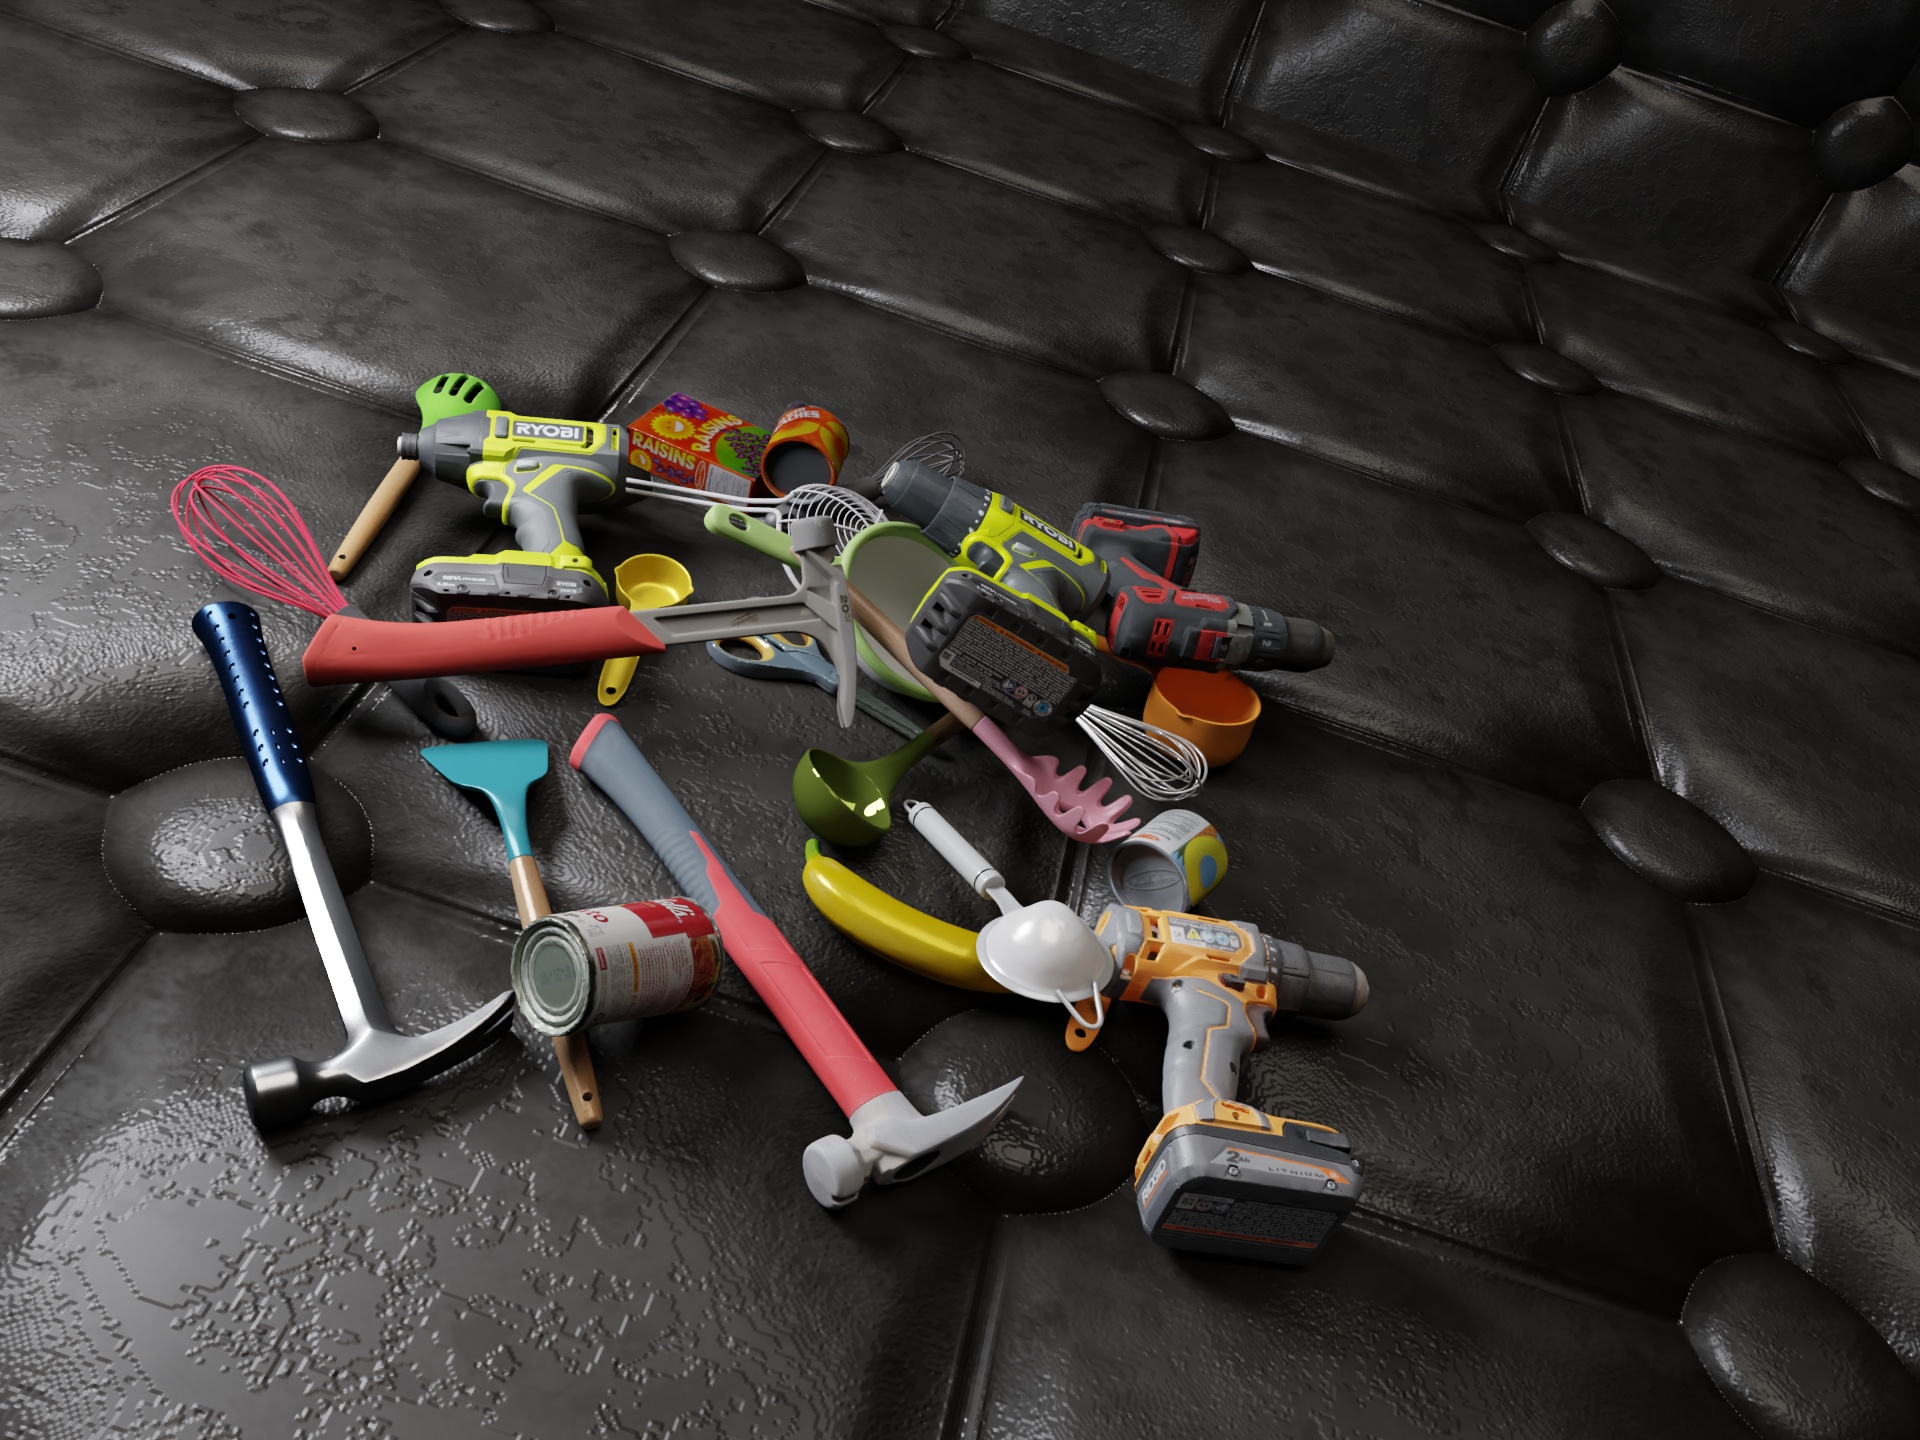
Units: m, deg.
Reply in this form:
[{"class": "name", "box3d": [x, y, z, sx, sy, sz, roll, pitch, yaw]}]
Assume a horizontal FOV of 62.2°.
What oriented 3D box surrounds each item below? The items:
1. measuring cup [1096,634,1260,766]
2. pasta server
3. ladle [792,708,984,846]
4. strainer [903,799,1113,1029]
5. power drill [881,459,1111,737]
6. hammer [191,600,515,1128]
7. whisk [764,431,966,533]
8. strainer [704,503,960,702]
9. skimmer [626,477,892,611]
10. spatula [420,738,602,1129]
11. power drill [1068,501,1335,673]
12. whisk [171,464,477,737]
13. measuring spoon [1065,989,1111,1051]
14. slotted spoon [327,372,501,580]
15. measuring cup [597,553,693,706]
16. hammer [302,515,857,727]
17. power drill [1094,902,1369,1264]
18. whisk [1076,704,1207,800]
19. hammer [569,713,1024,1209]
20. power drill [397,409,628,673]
[{"class": "measuring cup", "box3d": [0.155, -0.020, 1.283, 0.174, 0.052, 0.095, 27, 35, 22]}, {"class": "pasta server", "box3d": [-0.002, -0.022, 1.128, 0.316, 0.040, 0.060, 44, 30, 6]}, {"class": "ladle", "box3d": [-0.002, -0.004, 1.161, 0.078, 0.062, 0.320, 47, 50, 9]}, {"class": "strainer", "box3d": [0.022, 0.109, 1.035, 0.087, 0.050, 0.259, -8, 28, -28]}, {"class": "power drill", "box3d": [0.023, -0.101, 1.167, 0.190, 0.080, 0.229, 30, 27, -15]}, {"class": "hammer", "box3d": [-0.394, 0.062, 0.960, 0.144, 0.035, 0.406, -10, 46, -32]}, {"class": "whisk", "box3d": [-0.081, -0.209, 1.420, 0.055, 0.055, 0.239, 40, 46, 25]}, {"class": "strainer", "box3d": [-0.090, -0.092, 1.210, 0.256, 0.069, 0.152, 24, 55, -28]}, {"class": "skimmer", "box3d": [-0.223, -0.163, 1.313, 0.363, 0.090, 0.127, 11, 51, 7]}, {"class": "spatula", "box3d": [-0.260, 0.113, 0.966, 0.082, 0.044, 0.318, -5, 48, -27]}, {"class": "power drill", "box3d": [0.192, -0.102, 1.327, 0.187, 0.080, 0.227, 6, 24, -16]}, {"class": "whisk", "box3d": [-0.442, -0.082, 1.105, 0.296, 0.073, 0.073, 39, 41, 14]}, {"class": "measuring spoon", "box3d": [0.092, 0.175, 1.044, 0.021, 0.011, 0.117, 25, 38, 8]}, {"class": "slotted spoon", "box3d": [-0.441, -0.205, 1.277, 0.070, 0.031, 0.314, 15, 39, -6]}, {"class": "measuring cup", "box3d": [-0.245, -0.062, 1.193, 0.062, 0.029, 0.157, 15, 49, -5]}, {"class": "hammer", "box3d": [-0.250, -0.048, 1.074, 0.359, 0.149, 0.037, -7, 1, -14]}, {"class": "power drill", "box3d": [0.182, 0.214, 0.978, 0.185, 0.084, 0.226, 11, 37, -12]}, {"class": "whisk", "box3d": [0.090, -0.011, 1.247, 0.246, 0.059, 0.058, 34, 67, 25]}, {"class": "hammer", "box3d": [-0.124, 0.124, 0.995, 0.143, 0.038, 0.387, -15, 49, -37]}, {"class": "power drill", "box3d": [-0.335, -0.143, 1.179, 0.171, 0.080, 0.223, 3, 47, -14]}]
